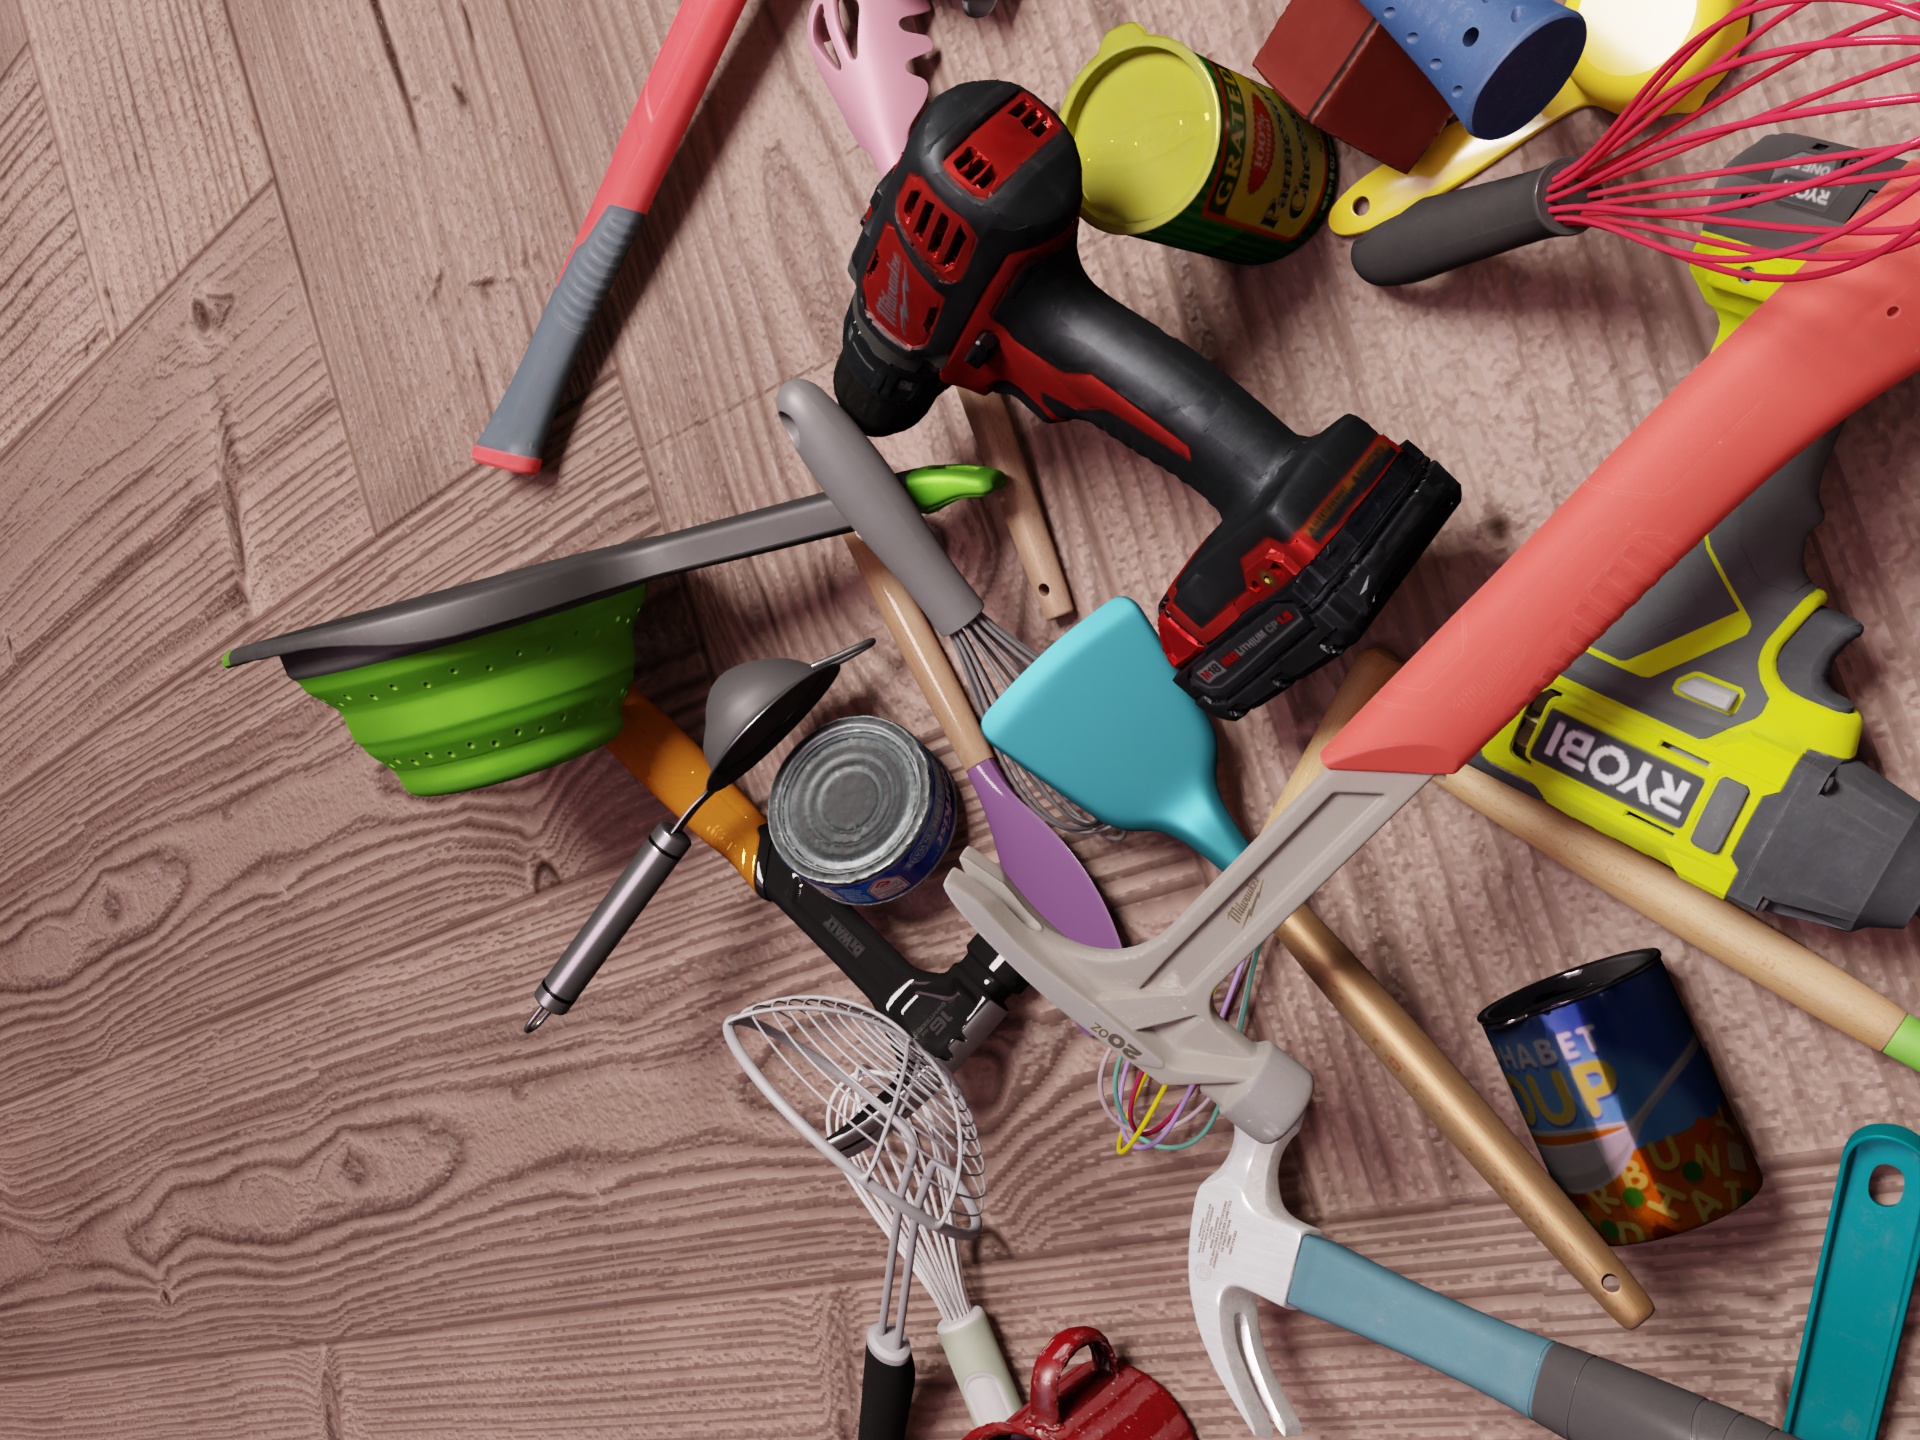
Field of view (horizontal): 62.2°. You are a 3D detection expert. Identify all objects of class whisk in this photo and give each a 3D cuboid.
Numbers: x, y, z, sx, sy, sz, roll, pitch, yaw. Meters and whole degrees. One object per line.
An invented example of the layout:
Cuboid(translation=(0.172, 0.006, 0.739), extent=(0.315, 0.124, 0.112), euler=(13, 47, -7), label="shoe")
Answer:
Cuboid(translation=(0.188, -0.156, 0.462), extent=(0.296, 0.073, 0.073), euler=(-146, 56, -75), label="whisk")
Cuboid(translation=(0.118, 0.082, 0.649), extent=(0.051, 0.047, 0.245), euler=(36, 113, 29), label="whisk")
Cuboid(translation=(-0.003, 0.281, 0.766), extent=(0.058, 0.059, 0.246), euler=(-23, 86, 9), label="whisk")
Cuboid(translation=(0.000, -0.043, 0.663), extent=(0.055, 0.055, 0.239), euler=(-27, 107, 36), label="whisk")

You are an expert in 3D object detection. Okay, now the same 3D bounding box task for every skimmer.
Cuboid(translation=(-0.051, 0.256, 0.697), extent=(0.127, 0.090, 0.363), euler=(38, 138, 34), label="skimmer")

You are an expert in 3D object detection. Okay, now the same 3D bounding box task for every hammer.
Cuboid(translation=(0.081, -0.342, 0.571), extent=(0.144, 0.035, 0.406), euler=(-48, 55, 32), label="hammer")
Cuboid(translation=(-0.117, 0.063, 0.804), extent=(0.127, 0.034, 0.337), euler=(-47, 61, -3), label="hammer")
Cuboid(translation=(0.150, -0.018, 0.490), extent=(0.149, 0.037, 0.359), euler=(39, 117, -1), label="hammer")
Cuboid(translation=(0.213, 0.230, 0.542), extent=(0.331, 0.033, 0.128), euler=(11, 82, 47), label="hammer")
Cuboid(translation=(-0.169, -0.285, 0.807), extent=(0.386, 0.038, 0.143), euler=(-52, 48, 34), label="hammer")

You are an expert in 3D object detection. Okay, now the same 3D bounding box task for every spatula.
Cuboid(translation=(0.130, 0.086, 0.586), extent=(0.082, 0.044, 0.318), euler=(-42, 60, 4), label="spatula")
Cuboid(translation=(-0.001, -0.002, 0.739), extent=(0.059, 0.018, 0.316), euler=(-44, 69, 50), label="spatula")

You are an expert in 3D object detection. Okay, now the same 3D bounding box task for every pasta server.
Cuboid(translation=(-0.005, -0.196, 0.714), extent=(0.060, 0.040, 0.316), euler=(-21, 87, 37), label="pasta server")

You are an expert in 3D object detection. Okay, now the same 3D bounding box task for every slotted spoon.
Cuboid(translation=(0.288, 0.087, 0.532), extent=(0.314, 0.031, 0.070), euler=(35, 133, 31), label="slotted spoon")

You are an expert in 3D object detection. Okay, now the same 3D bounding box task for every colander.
Cuboid(translation=(-0.157, -0.036, 0.756), extent=(0.397, 0.204, 0.094), euler=(-11, 101, 21), label="colander")

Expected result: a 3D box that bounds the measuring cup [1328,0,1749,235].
Cuboid(translation=(0.193, -0.215, 0.559), extent=(0.156, 0.029, 0.062), euler=(-25, 81, 37), label="measuring cup")

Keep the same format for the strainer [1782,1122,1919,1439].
Cuboid(translation=(0.273, 0.304, 0.530), extent=(0.211, 0.095, 0.340), euler=(14, 106, 35), label="strainer")

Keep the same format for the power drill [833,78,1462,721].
Cuboid(translation=(0.048, -0.106, 0.594), extent=(0.226, 0.080, 0.188), euler=(42, 157, -1), label="power drill")

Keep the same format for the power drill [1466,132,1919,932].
Cuboid(translation=(0.271, -0.051, 0.497), extent=(0.171, 0.080, 0.223), euler=(30, 117, 30), label="power drill")

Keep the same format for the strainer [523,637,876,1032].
Cuboid(translation=(-0.136, 0.050, 0.759), extent=(0.050, 0.087, 0.258), euler=(38, 97, 7), label="strainer")
